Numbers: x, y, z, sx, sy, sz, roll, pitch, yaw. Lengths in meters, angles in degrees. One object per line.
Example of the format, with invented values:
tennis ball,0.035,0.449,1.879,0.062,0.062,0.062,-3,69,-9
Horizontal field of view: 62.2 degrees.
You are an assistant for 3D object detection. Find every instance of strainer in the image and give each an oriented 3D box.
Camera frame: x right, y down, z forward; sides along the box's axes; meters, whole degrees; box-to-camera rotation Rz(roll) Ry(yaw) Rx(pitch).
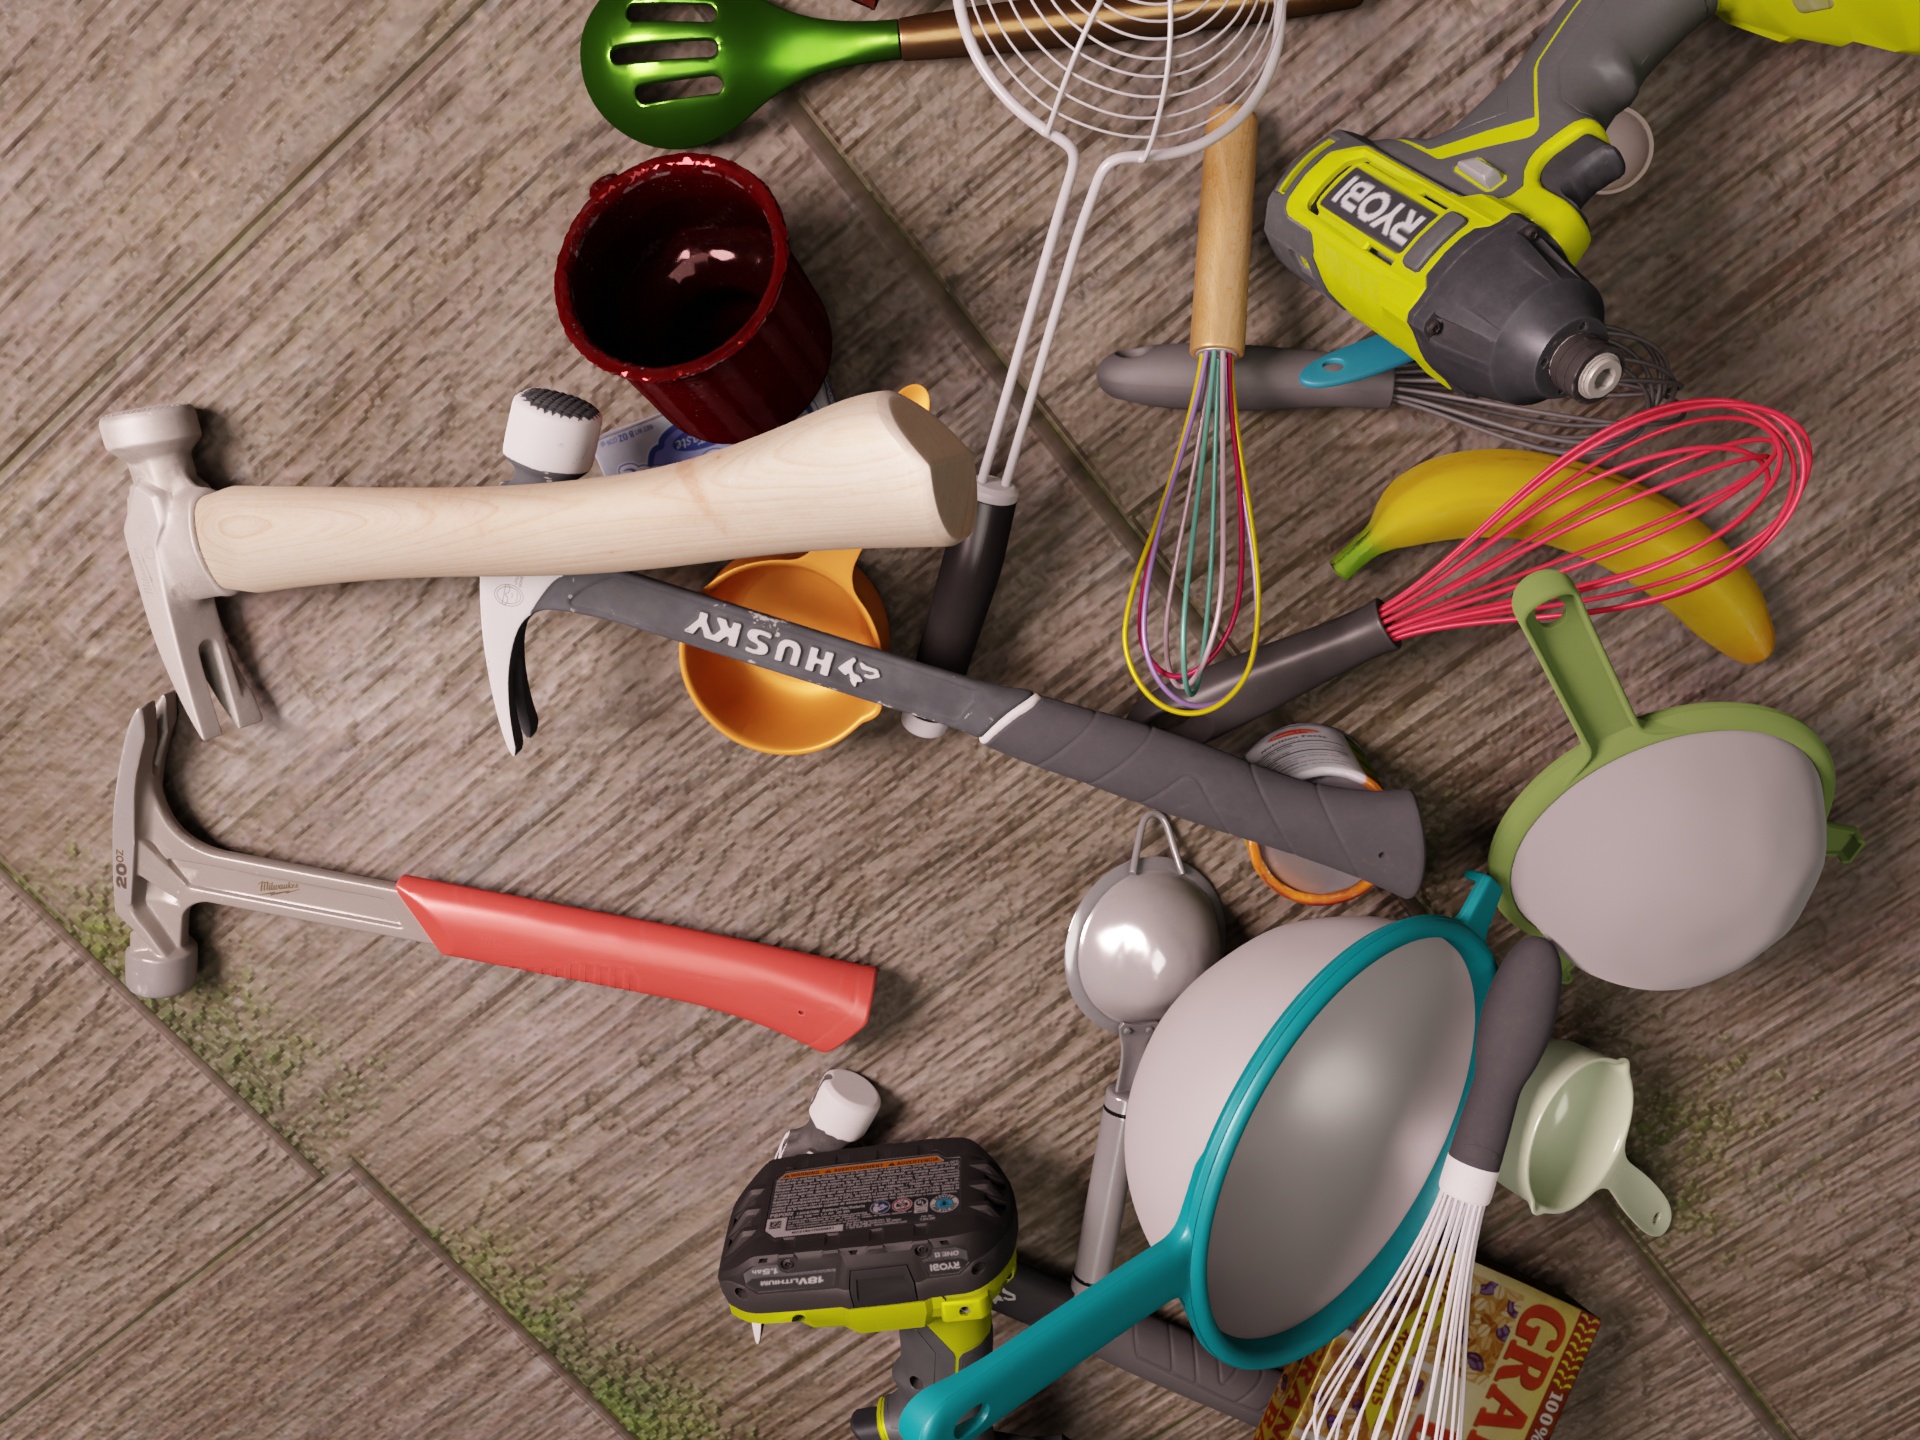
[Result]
strainer,0.281,0.038,0.644,0.151,0.069,0.256,-28,132,17
strainer,0.081,0.172,0.748,0.086,0.050,0.258,3,105,-24
strainer,0.093,0.188,0.670,0.340,0.095,0.210,-21,122,-33

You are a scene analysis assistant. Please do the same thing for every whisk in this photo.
whisk,0.193,-0.048,0.653,0.296,0.073,0.073,-26,106,29
whisk,0.176,-0.138,0.656,0.239,0.055,0.055,3,108,6
whisk,0.096,-0.124,0.627,0.047,0.051,0.245,2,85,31
whisk,0.213,0.231,0.693,0.070,0.070,0.284,17,92,-3

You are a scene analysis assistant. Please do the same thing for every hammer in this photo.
hammer,0.050,0.305,0.812,0.334,0.035,0.146,26,107,-6
hammer,-0.001,-0.002,0.654,0.409,0.036,0.149,18,113,-2
hammer,-0.177,-0.063,0.605,0.411,0.038,0.146,1,108,30
hammer,-0.216,0.090,0.751,0.359,0.037,0.149,11,108,-1

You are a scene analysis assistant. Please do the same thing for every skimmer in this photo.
skimmer,0.028,-0.161,0.650,0.127,0.090,0.363,10,123,-10

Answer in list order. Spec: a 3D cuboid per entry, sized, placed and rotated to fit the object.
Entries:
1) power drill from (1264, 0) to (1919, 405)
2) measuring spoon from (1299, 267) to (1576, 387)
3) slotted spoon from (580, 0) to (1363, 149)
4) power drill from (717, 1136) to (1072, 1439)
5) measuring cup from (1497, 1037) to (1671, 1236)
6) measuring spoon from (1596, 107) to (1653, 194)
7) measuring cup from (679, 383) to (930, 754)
power drill,0.237,-0.218,0.568,0.223,0.171,0.080,-44,133,10
measuring spoon,0.190,-0.162,0.630,0.128,0.042,0.021,-23,137,-12
slotted spoon,0.002,-0.274,0.629,0.314,0.031,0.070,-5,105,2
power drill,-0.043,0.324,0.763,0.190,0.080,0.228,-7,109,3
measuring cup,0.297,0.207,0.760,0.167,0.038,0.083,42,79,-38
measuring spoon,0.220,-0.208,0.650,0.124,0.018,0.034,-27,92,17
measuring cup,-0.054,-0.069,0.681,0.095,0.052,0.173,28,109,-6
